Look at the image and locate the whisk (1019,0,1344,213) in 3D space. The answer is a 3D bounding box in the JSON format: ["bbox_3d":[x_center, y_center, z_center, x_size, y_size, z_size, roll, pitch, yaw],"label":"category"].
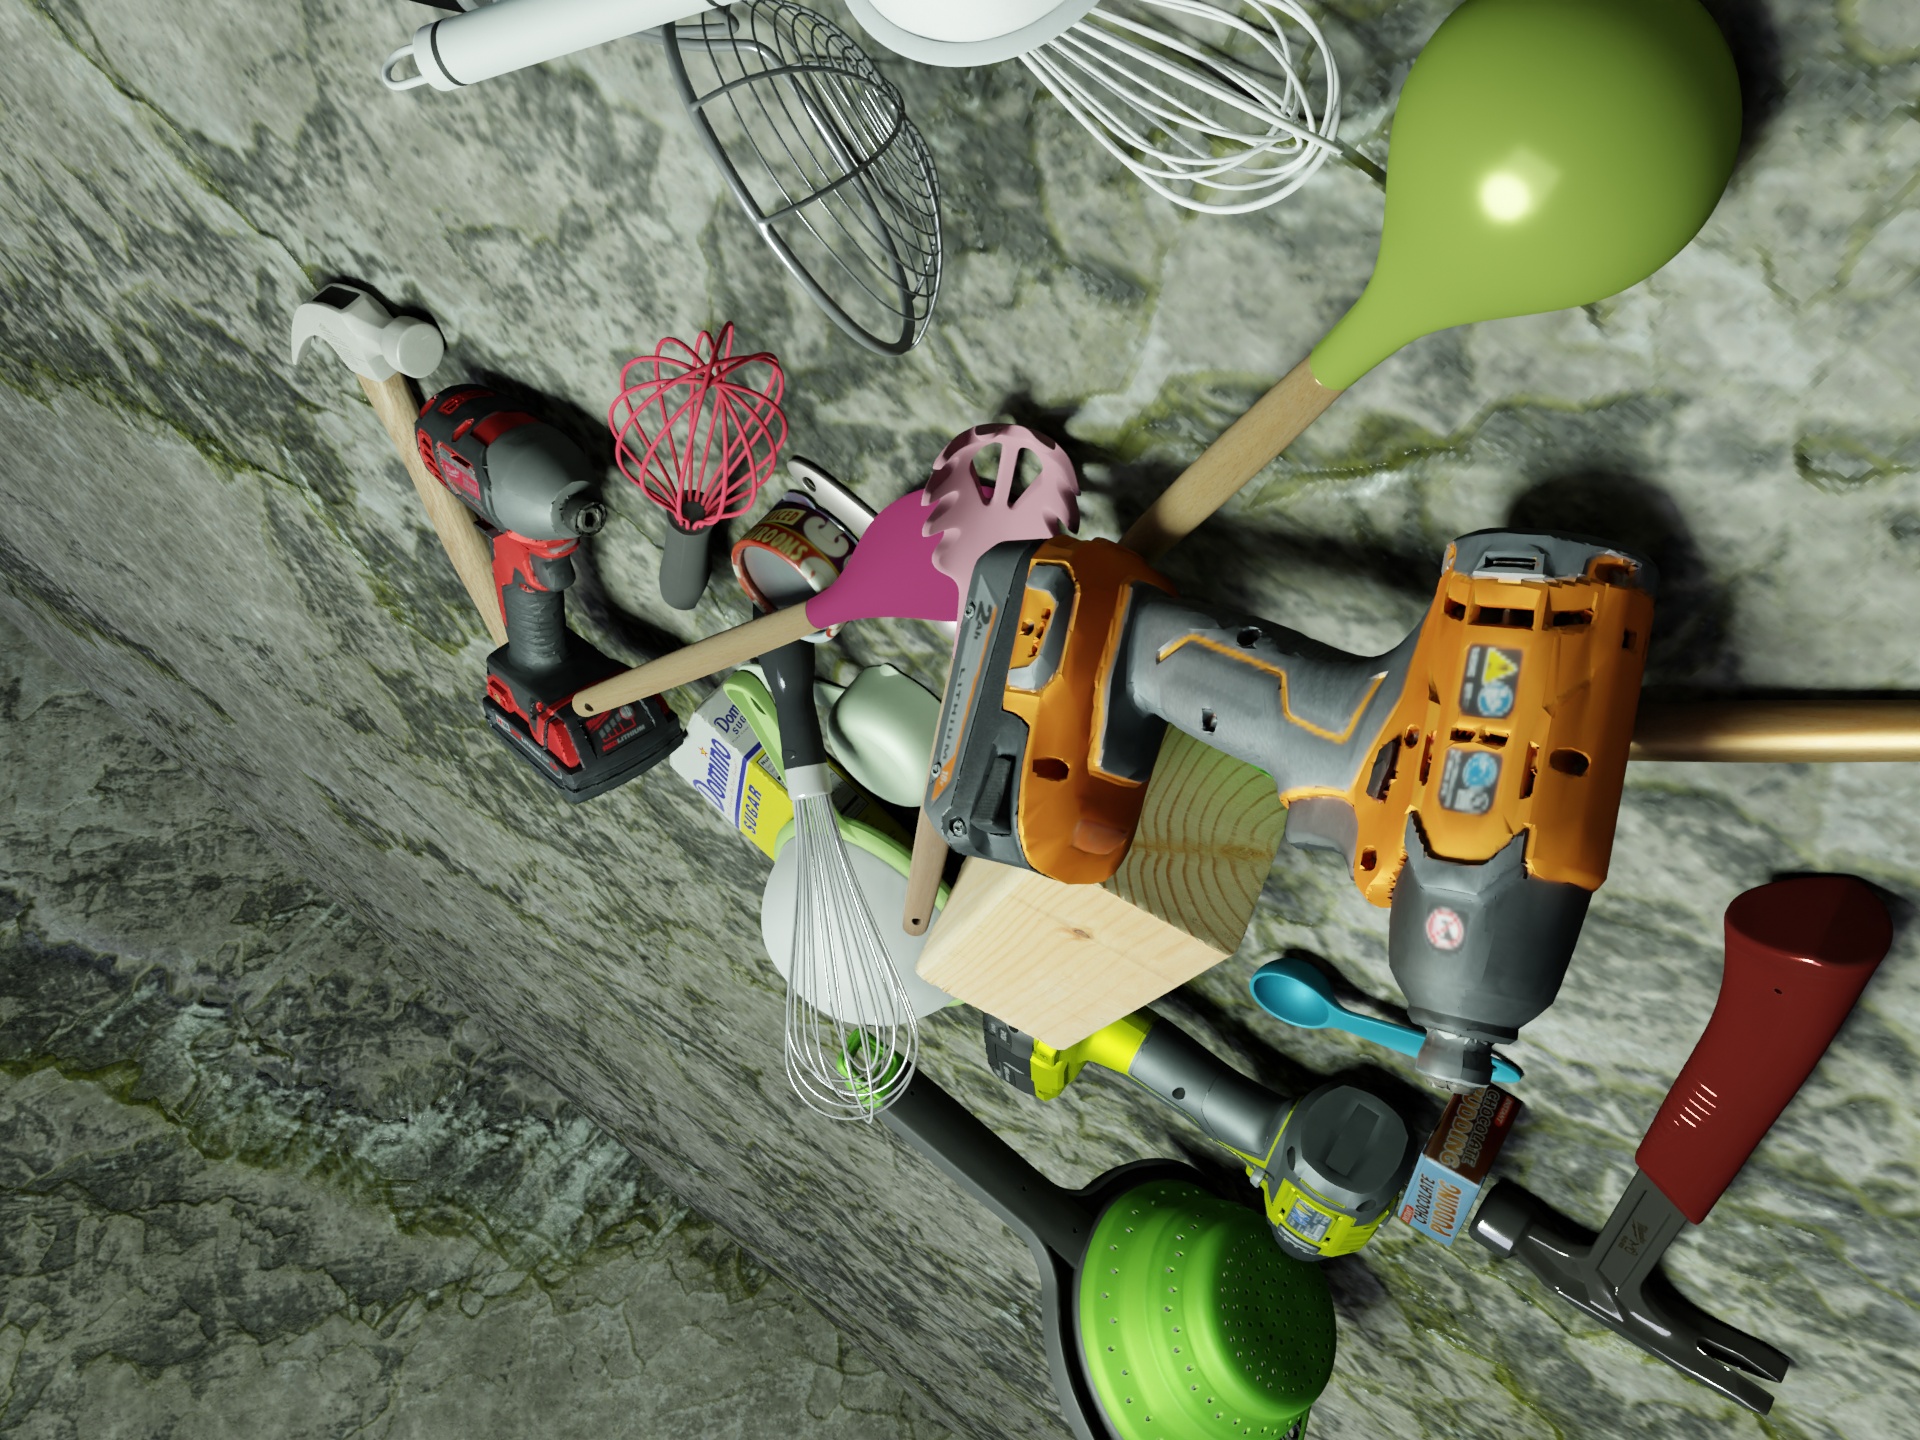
[{"bbox_3d":[0.003,-0.214,0.452,0.246,0.059,0.057,36,116,20],"label":"whisk"}]

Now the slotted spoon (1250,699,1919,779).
[{"bbox_3d":[0.201,0.003,0.526,0.314,0.031,0.070,0,131,51],"label":"slotted spoon"}]

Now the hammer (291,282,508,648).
[{"bbox_3d":[-0.325,-0.133,1.009,0.130,0.031,0.331,26,149,27],"label":"hammer"}]

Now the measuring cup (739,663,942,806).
[{"bbox_3d":[-0.070,0.001,0.862,0.168,0.038,0.083,17,144,36],"label":"measuring cup"}]

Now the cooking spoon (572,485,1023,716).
[{"bbox_3d":[-0.085,-0.043,0.750,0.319,0.017,0.068,-17,120,40],"label":"cooking spoon"}]

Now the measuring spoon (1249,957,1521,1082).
[{"bbox_3d":[0.199,0.139,0.745,0.129,0.021,0.042,17,144,24],"label":"measuring spoon"}]

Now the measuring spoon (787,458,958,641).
[{"bbox_3d":[-0.036,-0.076,0.728,0.124,0.018,0.034,40,153,4],"label":"measuring spoon"}]

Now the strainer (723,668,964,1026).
[{"bbox_3d":[-0.082,0.089,0.885,0.151,0.069,0.256,7,135,40],"label":"strainer"}]

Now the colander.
[{"bbox_3d":[0.096,0.303,0.927,0.397,0.205,0.094,43,136,-13],"label":"colander"}]

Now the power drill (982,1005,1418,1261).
[{"bbox_3d":[0.129,0.213,0.874,0.229,0.080,0.190,30,156,19],"label":"power drill"}]

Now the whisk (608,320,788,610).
[{"bbox_3d":[-0.122,-0.100,0.724,0.073,0.073,0.296,42,163,0],"label":"whisk"}]

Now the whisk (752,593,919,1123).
[{"bbox_3d":[-0.071,0.063,0.807,0.070,0.070,0.284,-14,86,58],"label":"whisk"}]

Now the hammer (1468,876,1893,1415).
[{"bbox_3d":[0.303,0.177,0.637,0.149,0.037,0.358,28,150,25],"label":"hammer"}]

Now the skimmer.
[{"bbox_3d":[-0.149,-0.228,0.574,0.363,0.090,0.127,27,-178,31],"label":"skimmer"}]

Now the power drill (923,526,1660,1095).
[{"bbox_3d":[0.098,0.019,0.520,0.227,0.164,0.084,8,174,41],"label":"power drill"}]

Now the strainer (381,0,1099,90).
[{"bbox_3d":[-0.058,-0.206,0.430,0.258,0.087,0.050,-5,171,24],"label":"strainer"}]

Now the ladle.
[{"bbox_3d":[0.108,-0.105,0.487,0.078,0.062,0.320,40,160,-3],"label":"ladle"}]

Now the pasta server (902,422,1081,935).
[{"bbox_3d":[-0.001,-0.002,0.695,0.060,0.040,0.316,11,133,-1],"label":"pasta server"}]

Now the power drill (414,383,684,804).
[{"bbox_3d":[-0.228,-0.069,0.890,0.143,0.078,0.219,32,141,37],"label":"power drill"}]
